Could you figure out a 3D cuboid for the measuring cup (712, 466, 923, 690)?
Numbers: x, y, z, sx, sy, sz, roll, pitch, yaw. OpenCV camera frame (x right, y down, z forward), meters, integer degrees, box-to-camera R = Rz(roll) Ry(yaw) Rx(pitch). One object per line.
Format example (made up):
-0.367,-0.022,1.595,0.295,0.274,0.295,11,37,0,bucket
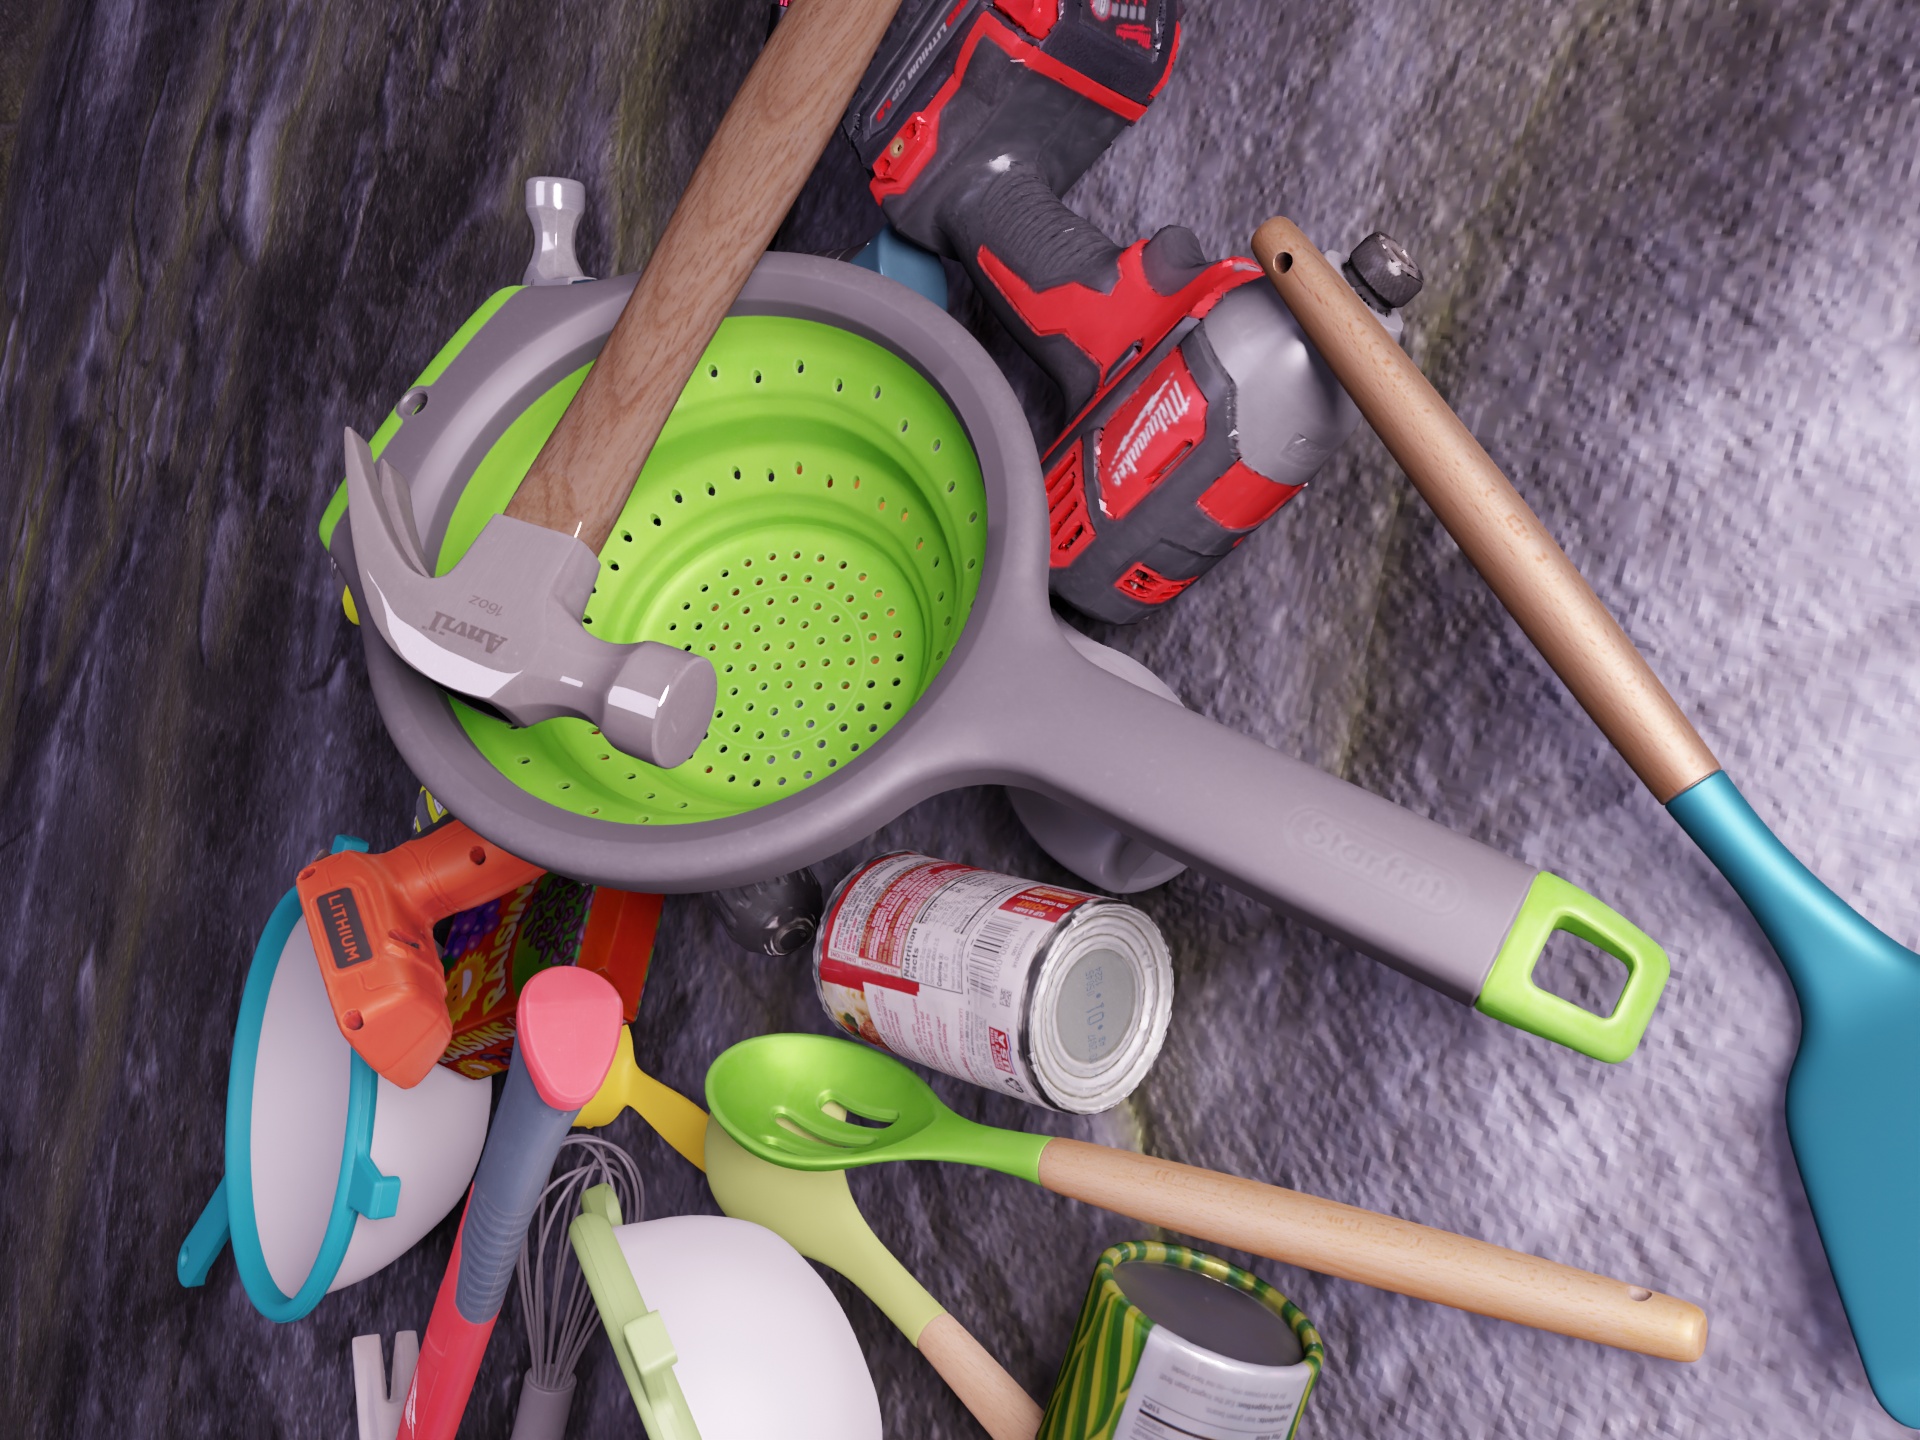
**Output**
-0.046,-0.085,0.631,0.095,0.052,0.174,-38,31,43,measuring cup

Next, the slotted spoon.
0.047,0.136,0.462,0.314,0.070,0.031,3,107,37,slotted spoon

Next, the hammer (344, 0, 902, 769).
-0.072,-0.150,0.476,0.130,0.031,0.331,18,71,17,hammer

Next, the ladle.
0.016,0.213,0.512,0.320,0.062,0.078,36,106,38,ladle

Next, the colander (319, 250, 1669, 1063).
-0.001,-0.001,0.468,0.397,0.094,0.204,26,74,20,colander

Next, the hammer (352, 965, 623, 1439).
-0.210,0.230,0.674,0.386,0.038,0.143,-65,36,34,hammer

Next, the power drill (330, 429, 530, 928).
-0.263,-0.021,0.827,0.190,0.080,0.229,-50,52,39,power drill

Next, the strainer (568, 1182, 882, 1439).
-0.083,0.207,0.549,0.256,0.069,0.151,19,129,68,strainer

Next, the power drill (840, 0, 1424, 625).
0.052,-0.155,0.514,0.143,0.078,0.220,-43,57,35,power drill

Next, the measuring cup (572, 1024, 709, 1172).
-0.147,0.166,0.695,0.157,0.029,0.062,15,93,50,measuring cup

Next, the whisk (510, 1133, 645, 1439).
-0.185,0.293,0.703,0.055,0.055,0.239,23,103,47,whisk

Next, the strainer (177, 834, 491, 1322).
-0.330,0.225,0.843,0.340,0.095,0.211,-48,49,38,strainer

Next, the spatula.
0.153,-0.006,0.370,0.082,0.044,0.318,-43,66,31,spatula

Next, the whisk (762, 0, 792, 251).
-0.066,-0.328,0.691,0.073,0.073,0.295,34,114,45,whisk

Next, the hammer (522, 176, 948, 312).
-0.116,-0.187,0.703,0.331,0.033,0.128,15,106,50,hammer
